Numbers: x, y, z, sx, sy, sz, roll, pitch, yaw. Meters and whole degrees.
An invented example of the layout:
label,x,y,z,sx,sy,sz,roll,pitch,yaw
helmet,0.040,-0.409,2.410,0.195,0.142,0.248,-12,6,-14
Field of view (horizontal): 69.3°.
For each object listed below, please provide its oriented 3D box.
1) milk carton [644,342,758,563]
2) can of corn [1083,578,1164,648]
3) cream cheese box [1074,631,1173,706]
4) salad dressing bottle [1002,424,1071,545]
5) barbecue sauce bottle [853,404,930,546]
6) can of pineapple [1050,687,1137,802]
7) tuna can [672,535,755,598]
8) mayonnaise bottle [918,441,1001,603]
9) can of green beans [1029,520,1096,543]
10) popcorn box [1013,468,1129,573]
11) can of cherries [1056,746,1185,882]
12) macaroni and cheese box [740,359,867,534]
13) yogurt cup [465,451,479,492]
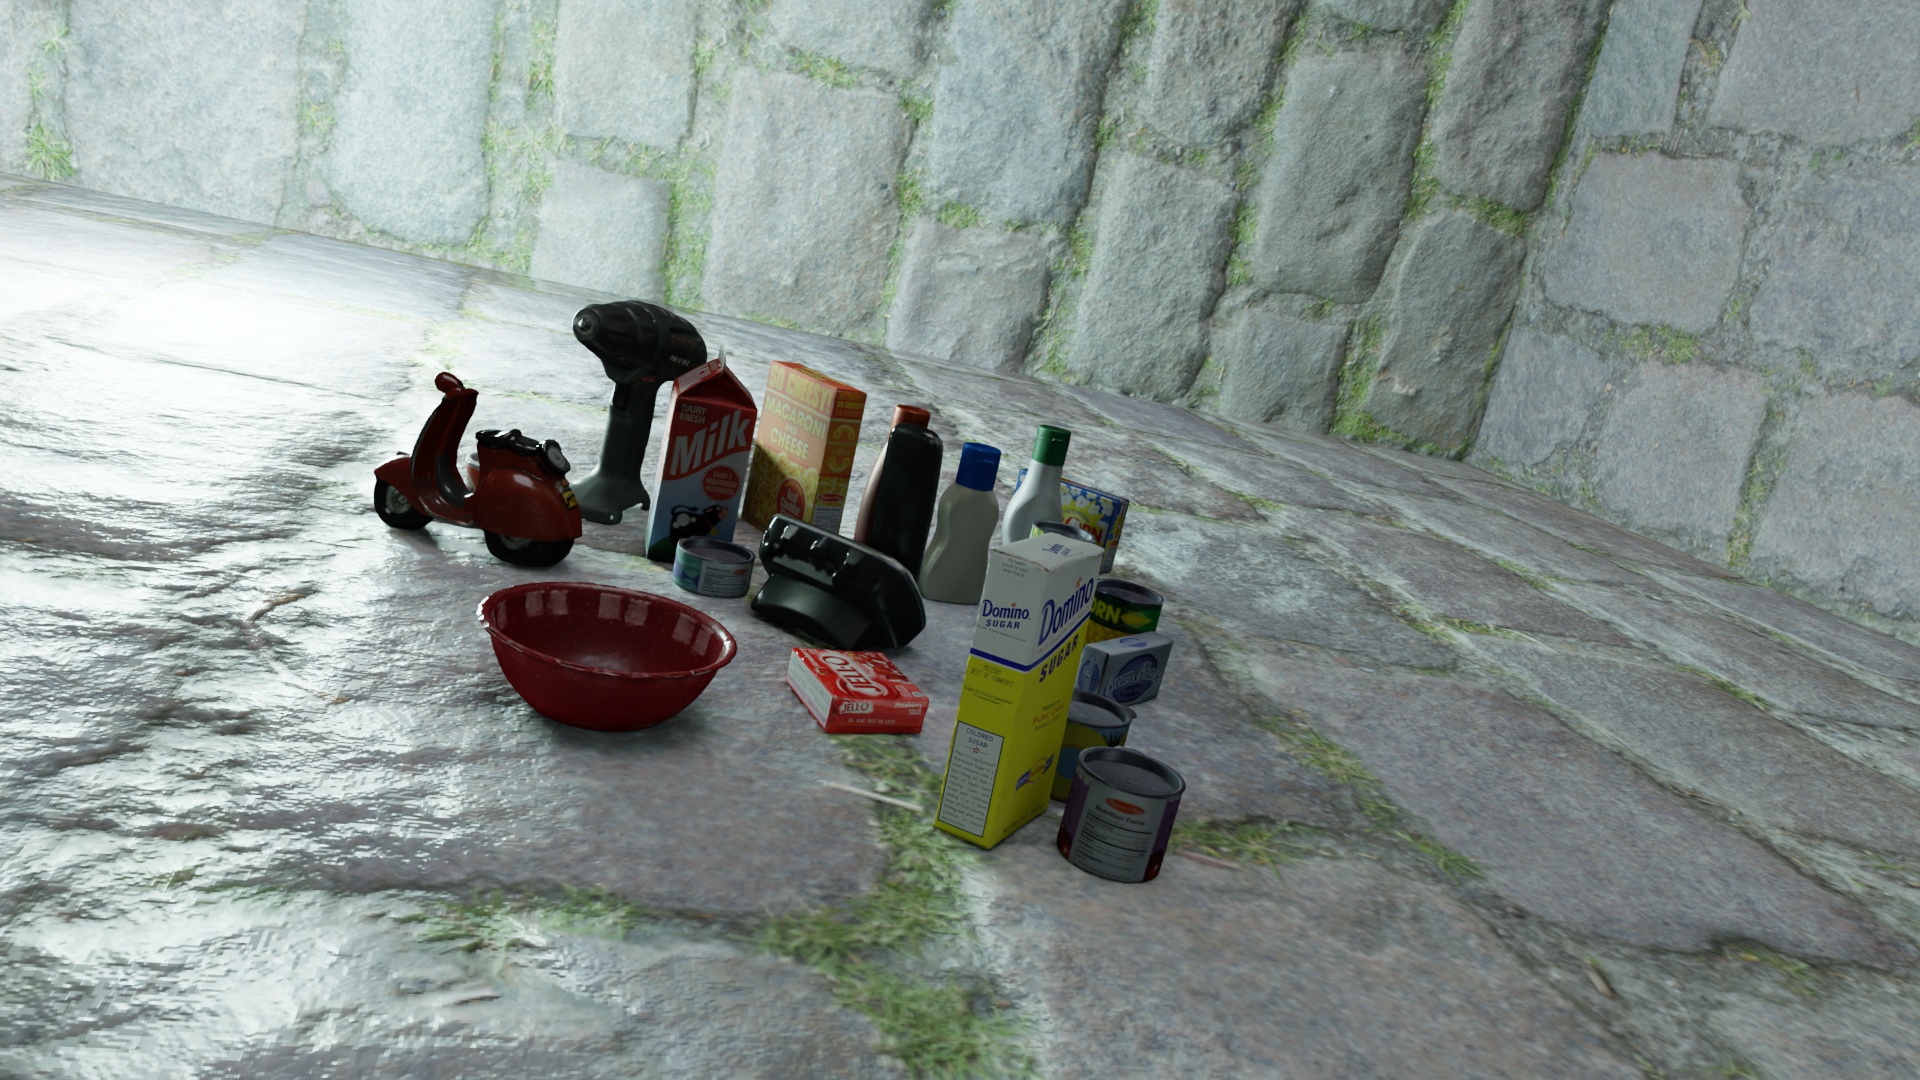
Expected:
label,x,y,z,sx,sy,sz,roll,pitch,yaw
milk carton,-0.226,-0.077,1.224,0.073,0.190,0.072,9,14,-16
can of corn,0.143,0.072,1.255,0.071,0.058,0.071,13,13,-3
cream cheese box,0.131,0.106,1.118,0.024,0.053,0.104,23,16,35
salad dressing bottle,0.086,-0.051,1.506,0.064,0.147,0.044,10,13,-14
barbecue sauce bottle,-0.064,-0.062,1.408,0.065,0.148,0.044,3,17,-38
can of pineapple,0.078,0.137,0.932,0.071,0.057,0.071,13,13,-3
tuna can,-0.210,0.022,1.176,0.071,0.032,0.071,13,13,-3
mayonnaise bottle,0.005,-0.016,1.289,0.065,0.147,0.041,7,14,-24
can of green beans,0.101,0.016,1.441,0.071,0.057,0.071,13,13,-3
popcorn box,0.119,-0.023,1.558,0.127,0.085,0.038,21,15,28
can of cherries,0.097,0.164,0.840,0.071,0.058,0.071,13,13,-3
macaroni and cheese box,-0.155,-0.081,1.362,0.040,0.166,0.124,2,17,-41
yogurt cup,-0.401,-0.044,1.215,0.072,0.053,0.072,13,13,-3
